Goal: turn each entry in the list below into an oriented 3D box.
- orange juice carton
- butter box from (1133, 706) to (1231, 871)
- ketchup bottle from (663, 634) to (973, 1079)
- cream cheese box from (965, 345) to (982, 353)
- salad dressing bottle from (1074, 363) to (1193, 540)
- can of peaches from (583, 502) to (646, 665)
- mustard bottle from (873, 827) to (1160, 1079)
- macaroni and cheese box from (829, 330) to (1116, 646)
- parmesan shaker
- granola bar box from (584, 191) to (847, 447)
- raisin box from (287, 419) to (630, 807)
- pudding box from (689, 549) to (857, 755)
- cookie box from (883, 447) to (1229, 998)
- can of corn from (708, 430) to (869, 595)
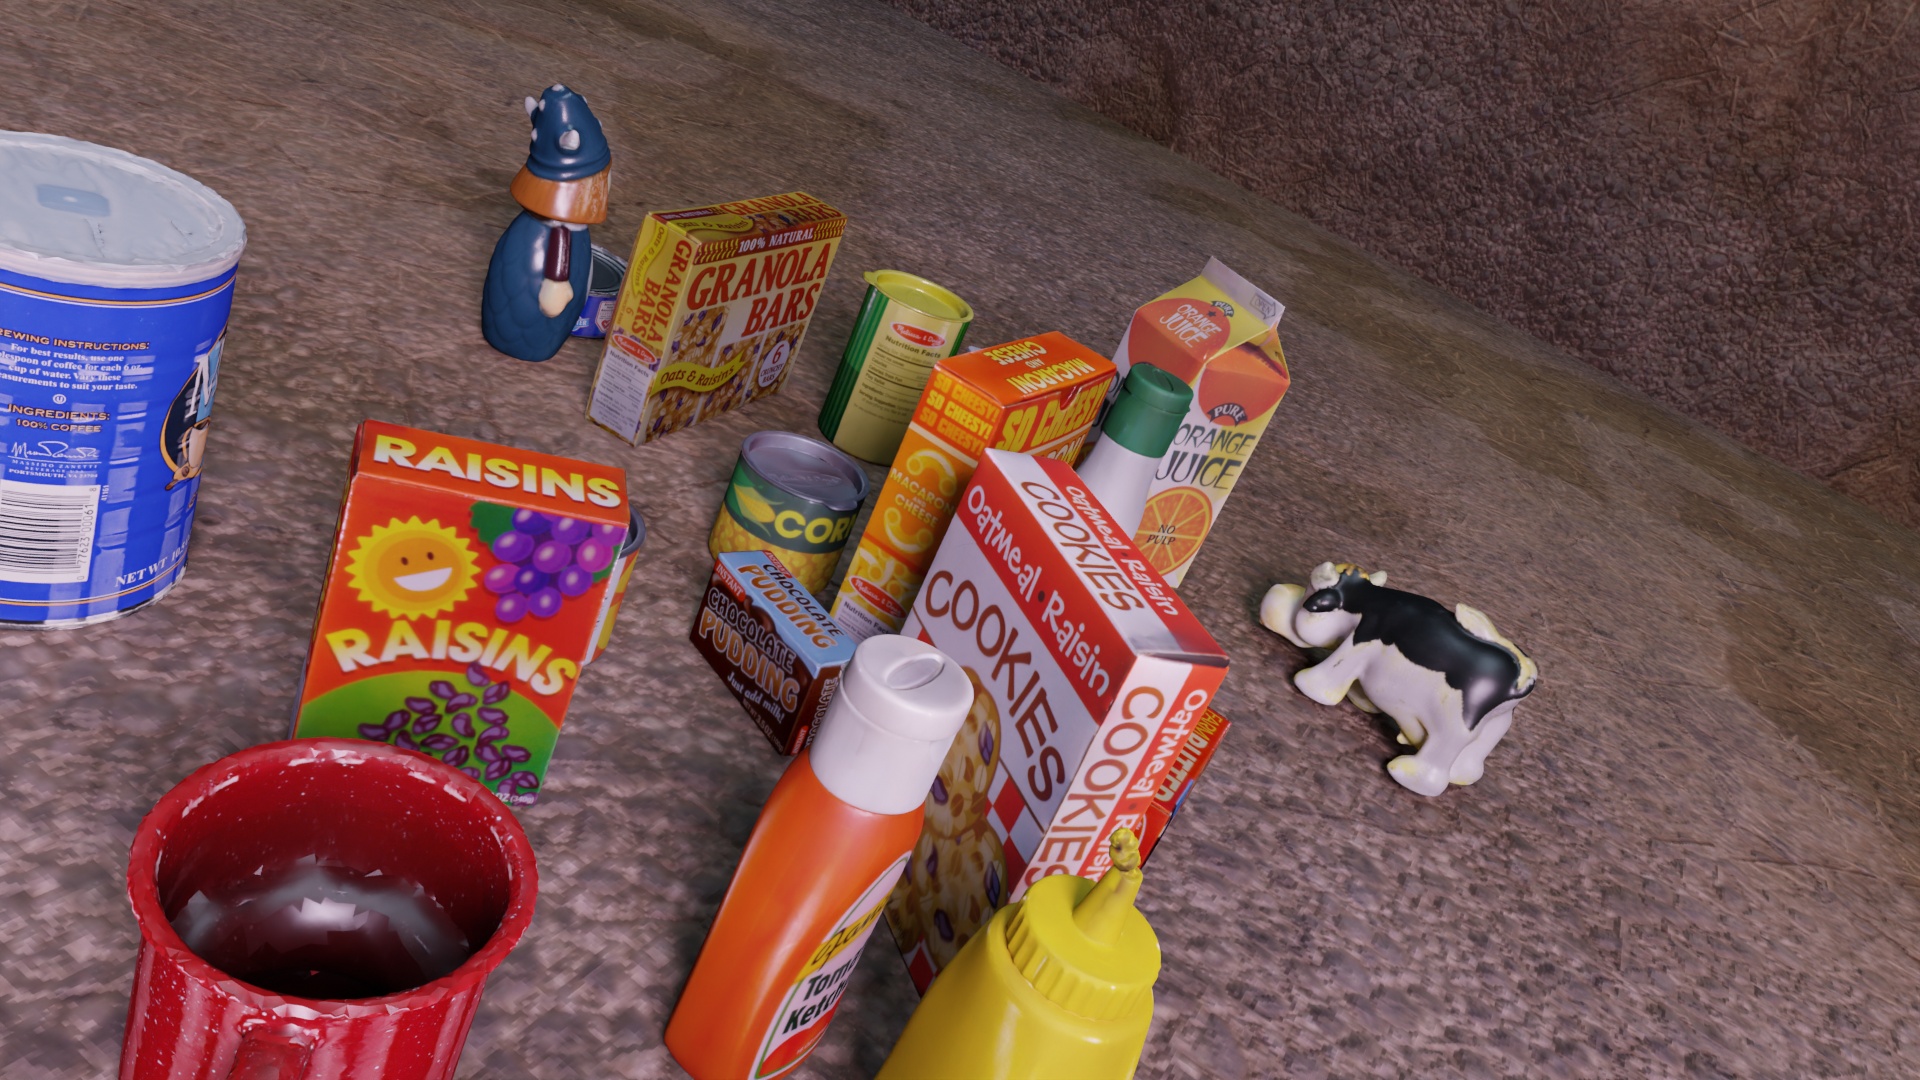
[{"bbox_3d":[0.127,-0.070,0.832,0.073,0.191,0.072,6,31,-35],"label":"orange juice carton"},{"bbox_3d":[0.086,0.111,0.609,0.024,0.053,0.104,31,26,14],"label":"butter box"},{"bbox_3d":[-0.041,0.096,0.416,0.043,0.148,0.065,34,26,18],"label":"ketchup bottle"},{"bbox_3d":[0.020,-0.083,0.925,0.024,0.053,0.104,11,28,-26],"label":"cream cheese box"},{"bbox_3d":[0.078,-0.024,0.752,0.044,0.147,0.064,17,26,-15],"label":"salad dressing bottle"},{"bbox_3d":[-0.170,0.011,0.574,0.071,0.057,0.071,20,26,-10],"label":"can of peaches"},{"bbox_3d":[0.016,0.139,0.371,0.049,0.159,0.065,10,29,-28],"label":"mustard bottle"},{"bbox_3d":[0.002,-0.008,0.634,0.040,0.165,0.124,33,26,17],"label":"macaroni and cheese box"},{"bbox_3d":[-0.044,-0.107,0.857,0.071,0.102,0.071,20,25,-10],"label":"parmesan shaker"},{"bbox_3d":[-0.138,-0.132,0.799,0.039,0.123,0.166,30,26,12],"label":"granola bar box"},{"bbox_3d":[-0.169,0.028,0.466,0.086,0.122,0.040,12,28,-25],"label":"raisin box"},{"bbox_3d":[-0.078,0.046,0.595,0.030,0.049,0.084,-3,36,-44],"label":"pudding box"},{"bbox_3d":[0.016,0.069,0.497,0.040,0.166,0.123,8,30,-31],"label":"cookie box"},{"bbox_3d":[-0.085,-0.012,0.691,0.071,0.058,0.071,20,26,-10],"label":"can of corn"}]
